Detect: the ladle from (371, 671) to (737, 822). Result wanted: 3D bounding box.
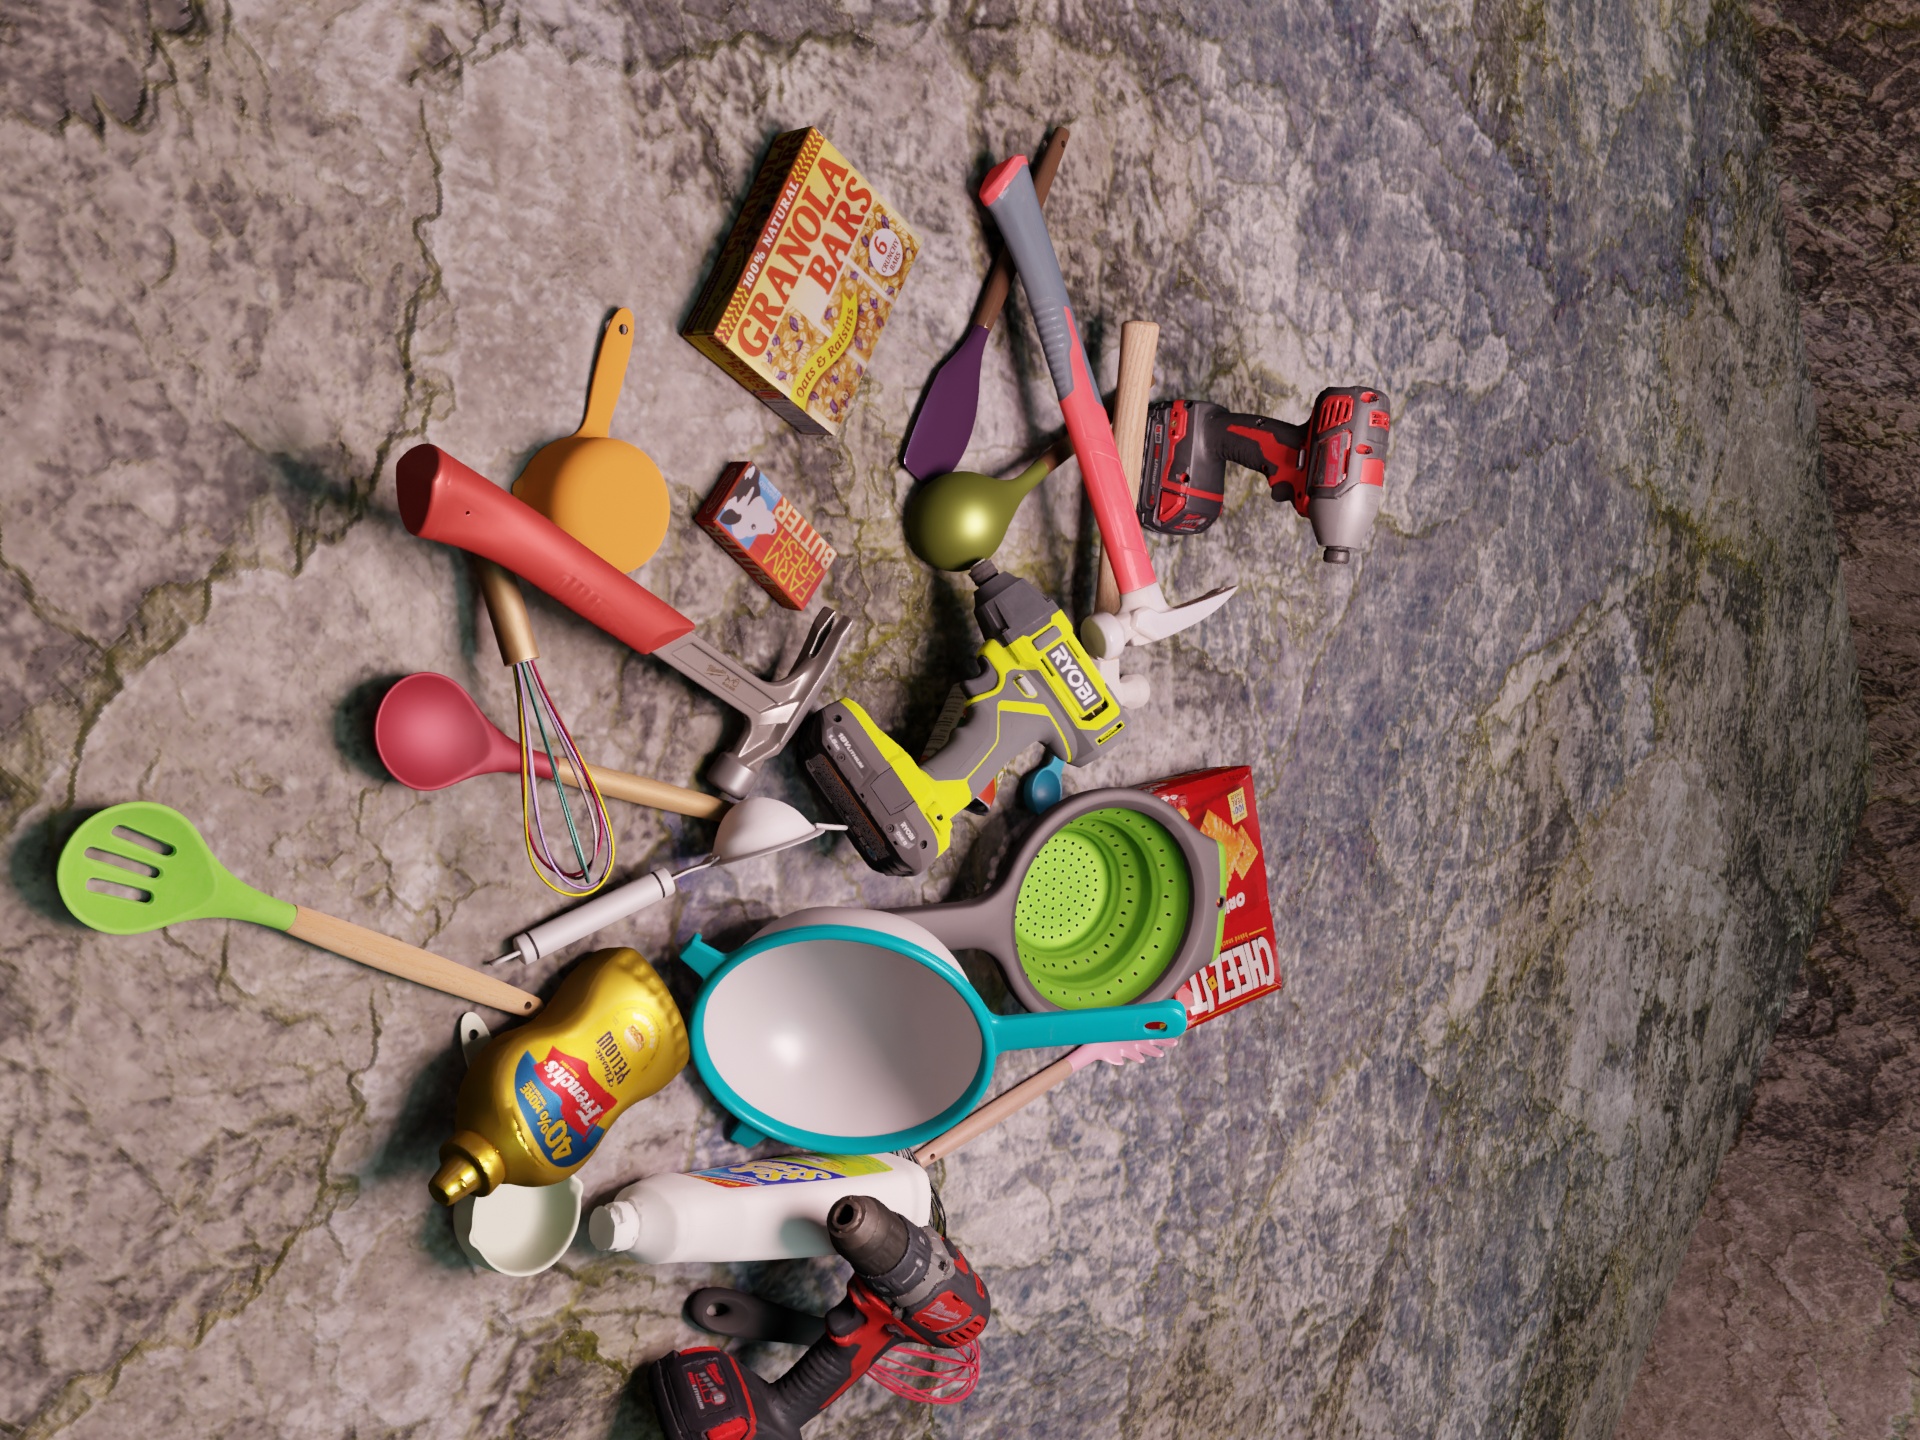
[{"bbox_3d":[-0.239,0.034,1.017,0.315,0.031,0.069,21,77,-47],"label":"ladle"}]

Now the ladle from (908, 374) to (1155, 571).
[{"bbox_3d":[0.068,-0.216,1.293,0.320,0.062,0.078,-44,129,-41],"label":"ladle"}]

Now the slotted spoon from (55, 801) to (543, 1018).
[{"bbox_3d":[-0.361,0.123,0.905,0.313,0.031,0.070,35,72,-45],"label":"slotted spoon"}]

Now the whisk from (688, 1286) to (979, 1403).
[{"bbox_3d":[-0.089,0.473,1.221,0.295,0.073,0.073,30,75,-37],"label":"whisk"}]

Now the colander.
[{"bbox_3d":[0.028,0.152,1.280,0.397,0.094,0.204,-2,98,-28],"label":"colander"}]

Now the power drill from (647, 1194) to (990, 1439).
[{"bbox_3d":[-0.102,0.425,1.098,0.226,0.080,0.187,-36,134,-2],"label":"power drill"}]

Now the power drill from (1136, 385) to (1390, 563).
[{"bbox_3d":[0.257,-0.207,1.349,0.078,0.220,0.143,2,95,-46],"label":"power drill"}]

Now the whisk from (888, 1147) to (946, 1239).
[{"bbox_3d":[-0.055,0.327,1.242,0.055,0.055,0.239,-27,110,-40],"label":"whisk"}]

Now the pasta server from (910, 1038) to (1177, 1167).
[{"bbox_3d":[0.079,0.312,1.380,0.316,0.040,0.060,-21,99,-41],"label":"pasta server"}]

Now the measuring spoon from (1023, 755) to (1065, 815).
[{"bbox_3d":[0.080,0.024,1.355,0.042,0.021,0.129,45,56,-41],"label":"measuring spoon"}]

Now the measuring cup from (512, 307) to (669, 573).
[{"bbox_3d":[-0.215,-0.173,0.989,0.095,0.052,0.173,14,88,-46],"label":"measuring cup"}]

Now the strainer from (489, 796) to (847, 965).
[{"bbox_3d":[-0.190,0.102,1.050,0.258,0.087,0.050,-26,99,-29],"label":"strainer"}]

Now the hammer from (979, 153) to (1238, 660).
[{"bbox_3d":[0.107,-0.251,1.249,0.143,0.038,0.386,-23,100,-28],"label":"hammer"}]

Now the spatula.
[{"bbox_3d":[0.026,-0.326,1.240,0.059,0.018,0.316,33,74,-47],"label":"spatula"}]

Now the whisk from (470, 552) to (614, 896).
[{"bbox_3d":[-0.257,-0.013,0.945,0.047,0.051,0.245,-16,91,-4],"label":"whisk"}]

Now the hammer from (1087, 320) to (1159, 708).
[{"bbox_3d":[0.130,-0.164,1.328,0.130,0.031,0.331,-10,110,-51],"label":"hammer"}]

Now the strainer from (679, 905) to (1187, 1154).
[{"bbox_3d":[-0.016,0.195,1.113,0.095,0.340,0.210,-87,170,-57],"label":"strainer"}]

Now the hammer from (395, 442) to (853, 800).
[{"bbox_3d":[-0.197,-0.074,0.971,0.149,0.037,0.358,-59,145,-6],"label":"hammer"}]

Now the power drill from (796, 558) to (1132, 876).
[{"bbox_3d":[-0.002,-0.004,1.168,0.223,0.080,0.171,-35,92,-24],"label":"power drill"}]

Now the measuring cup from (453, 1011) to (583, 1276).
[{"bbox_3d":[-0.293,0.265,0.998,0.083,0.038,0.167,-17,91,-47],"label":"measuring cup"}]
